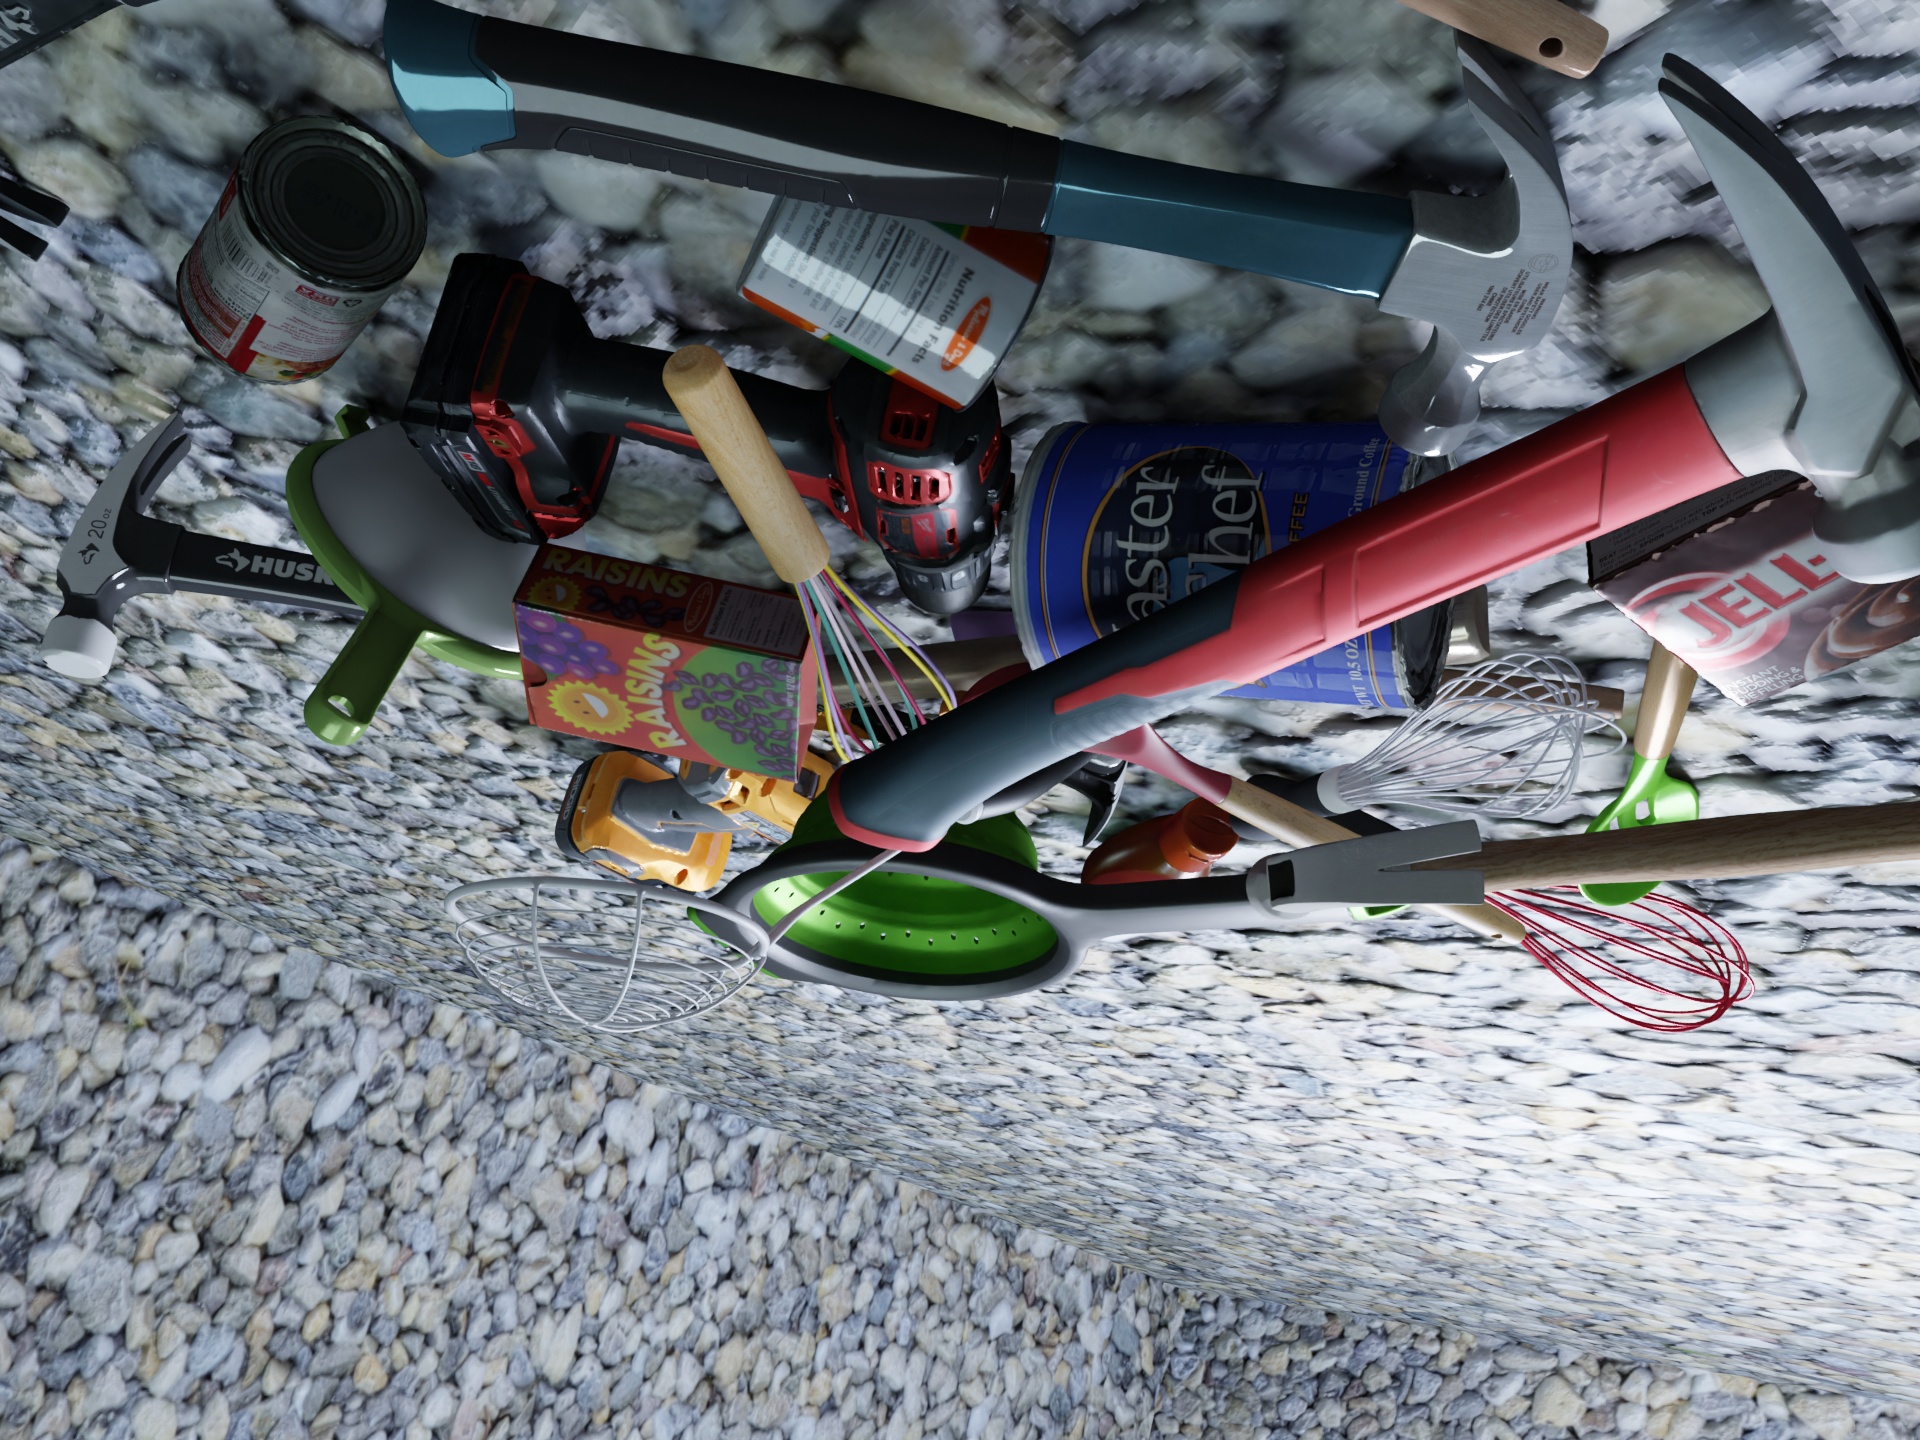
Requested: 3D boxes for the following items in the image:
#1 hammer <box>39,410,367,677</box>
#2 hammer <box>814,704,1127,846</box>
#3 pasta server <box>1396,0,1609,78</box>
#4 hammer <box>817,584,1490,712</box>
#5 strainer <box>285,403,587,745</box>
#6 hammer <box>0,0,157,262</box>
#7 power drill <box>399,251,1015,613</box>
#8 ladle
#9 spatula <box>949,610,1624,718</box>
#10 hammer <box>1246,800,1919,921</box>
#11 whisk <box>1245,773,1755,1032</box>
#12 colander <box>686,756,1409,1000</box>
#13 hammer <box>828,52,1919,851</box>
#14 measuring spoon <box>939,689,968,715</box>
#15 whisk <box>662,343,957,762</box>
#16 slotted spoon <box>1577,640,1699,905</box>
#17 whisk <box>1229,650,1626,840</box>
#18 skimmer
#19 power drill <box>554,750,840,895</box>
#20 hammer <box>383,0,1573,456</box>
[{"bbox_3d":[-0.291,-0.070,0.849,0.334,0.146,0.035,9,155,-11],"label":"hammer"},{"bbox_3d":[-0.070,-0.003,0.923,0.337,0.034,0.127,14,156,7],"label":"hammer"},{"bbox_3d":[0.013,-0.216,0.373,0.316,0.040,0.060,20,146,-10],"label":"pasta server"},{"bbox_3d":[0.024,-0.028,0.722,0.411,0.038,0.146,-5,170,30],"label":"hammer"},{"bbox_3d":[-0.223,-0.071,0.690,0.151,0.257,0.069,39,108,-20],"label":"strainer"},{"bbox_3d":[-0.286,-0.242,0.529,0.409,0.036,0.149,0,153,35],"label":"hammer"},{"bbox_3d":[-0.089,-0.104,0.655,0.226,0.080,0.187,10,164,6],"label":"power drill"},{"bbox_3d":[0.138,0.041,0.711,0.315,0.031,0.069,25,152,-21],"label":"ladle"},{"bbox_3d":[0.142,-0.022,0.748,0.316,0.018,0.059,6,138,25],"label":"spatula"},{"bbox_3d":[0.293,0.053,0.651,0.331,0.031,0.130,-4,172,-3],"label":"hammer"},{"bbox_3d":[0.290,0.095,0.867,0.296,0.073,0.073,23,157,2],"label":"whisk"},{"bbox_3d":[0.047,0.072,0.864,0.397,0.095,0.204,-7,148,24],"label":"colander"},{"bbox_3d":[0.083,-0.042,0.505,0.386,0.038,0.143,-25,111,39],"label":"hammer"},{"bbox_3d":[-0.001,-0.002,0.746,0.021,0.011,0.117,-7,174,-2],"label":"measuring spoon"},{"bbox_3d":[-0.055,-0.044,0.603,0.047,0.051,0.244,3,147,23],"label":"whisk"},{"bbox_3d":[0.294,-0.004,0.662,0.070,0.031,0.313,-30,146,-4],"label":"slotted spoon"},{"bbox_3d":[0.193,0.025,0.732,0.070,0.070,0.284,22,162,-13],"label":"whisk"},{"bbox_3d":[-0.052,0.038,0.722,0.127,0.363,0.090,-26,92,50],"label":"skimmer"},{"bbox_3d":[-0.151,0.072,1.098,0.185,0.084,0.226,32,149,-35],"label":"power drill"},{"bbox_3d":[0.011,-0.151,0.445,0.331,0.033,0.128,8,146,-7],"label":"hammer"}]
